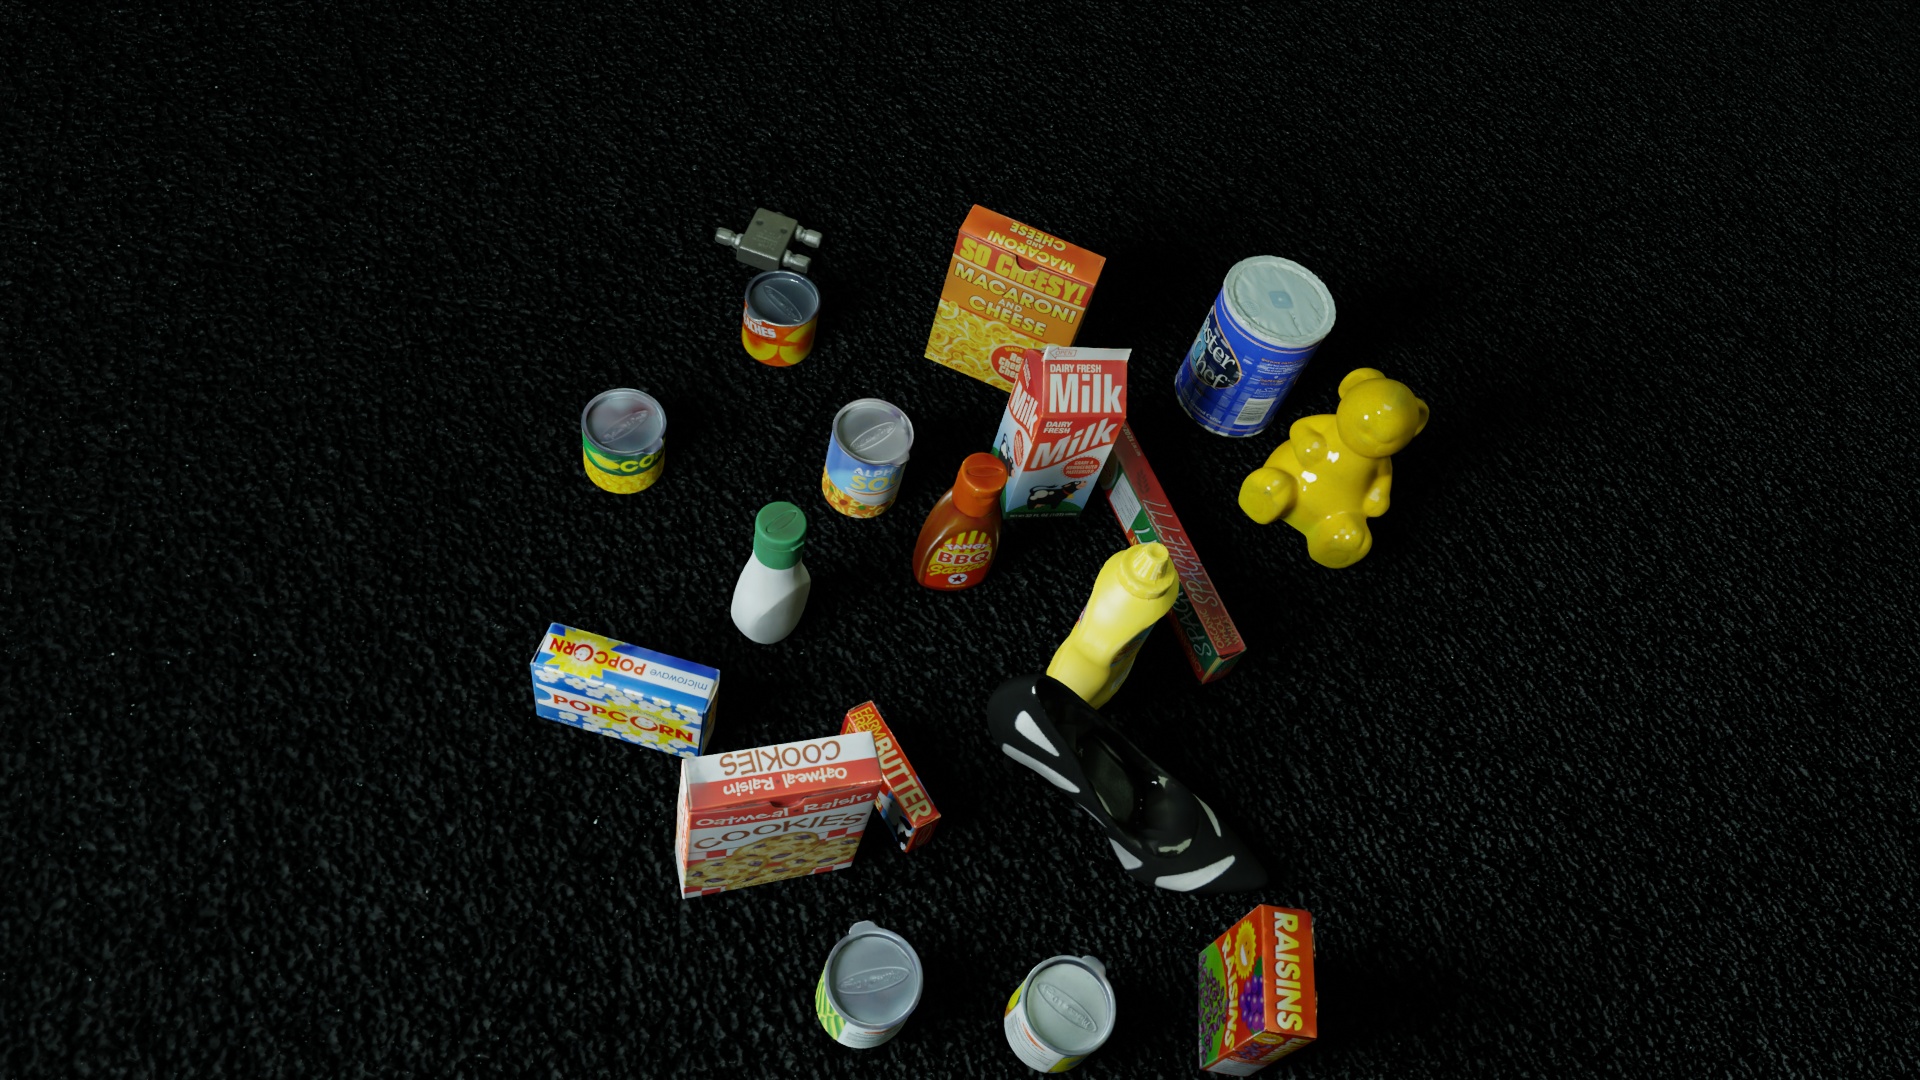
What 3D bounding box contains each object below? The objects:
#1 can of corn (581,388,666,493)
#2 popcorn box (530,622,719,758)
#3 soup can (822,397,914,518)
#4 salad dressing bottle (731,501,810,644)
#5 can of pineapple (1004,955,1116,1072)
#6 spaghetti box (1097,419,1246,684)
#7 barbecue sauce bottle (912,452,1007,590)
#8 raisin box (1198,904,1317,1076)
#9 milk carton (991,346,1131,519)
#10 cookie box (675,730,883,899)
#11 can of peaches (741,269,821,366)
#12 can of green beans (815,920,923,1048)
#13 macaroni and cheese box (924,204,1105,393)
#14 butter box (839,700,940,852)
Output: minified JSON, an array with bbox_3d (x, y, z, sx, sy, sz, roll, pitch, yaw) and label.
[{"bbox_3d":[-0.272,-0.079,1.132,0.071,0.058,0.071,6,57,-9],"label":"can of corn"},{"bbox_3d":[-0.240,0.111,1.002,0.127,0.084,0.038,16,56,-3],"label":"popcorn box"},{"bbox_3d":[-0.077,-0.065,1.154,0.071,0.083,0.072,6,57,-9],"label":"soup can"},{"bbox_3d":[-0.140,0.025,1.043,0.064,0.147,0.044,-37,72,-30],"label":"salad dressing bottle"},{"bbox_3d":[0.069,0.325,0.953,0.071,0.057,0.071,6,57,-9],"label":"can of pineapple"},{"bbox_3d":[0.171,0.004,1.189,0.029,0.050,0.251,-13,62,-21],"label":"spaghetti box"},{"bbox_3d":[0.004,-0.014,1.101,0.065,0.147,0.044,-2,59,-14],"label":"barbecue sauce bottle"},{"bbox_3d":[0.203,0.311,0.954,0.040,0.122,0.086,11,56,-6],"label":"raisin box"},{"bbox_3d":[0.082,-0.098,1.149,0.072,0.189,0.074,-1,58,-14],"label":"milk carton"},{"bbox_3d":[-0.125,0.187,0.930,0.123,0.166,0.040,-7,60,-17],"label":"cookie box"},{"bbox_3d":[-0.162,-0.196,1.234,0.071,0.057,0.071,6,57,-9],"label":"can of peaches"},{"bbox_3d":[-0.062,0.302,0.937,0.071,0.057,0.071,6,57,-9],"label":"can of green beans"},{"bbox_3d":[0.045,-0.202,1.222,0.124,0.165,0.040,23,56,2],"label":"macaroni and cheese box"},{"bbox_3d":[-0.054,0.174,1.024,0.024,0.052,0.104,-23,66,-25],"label":"butter box"}]
